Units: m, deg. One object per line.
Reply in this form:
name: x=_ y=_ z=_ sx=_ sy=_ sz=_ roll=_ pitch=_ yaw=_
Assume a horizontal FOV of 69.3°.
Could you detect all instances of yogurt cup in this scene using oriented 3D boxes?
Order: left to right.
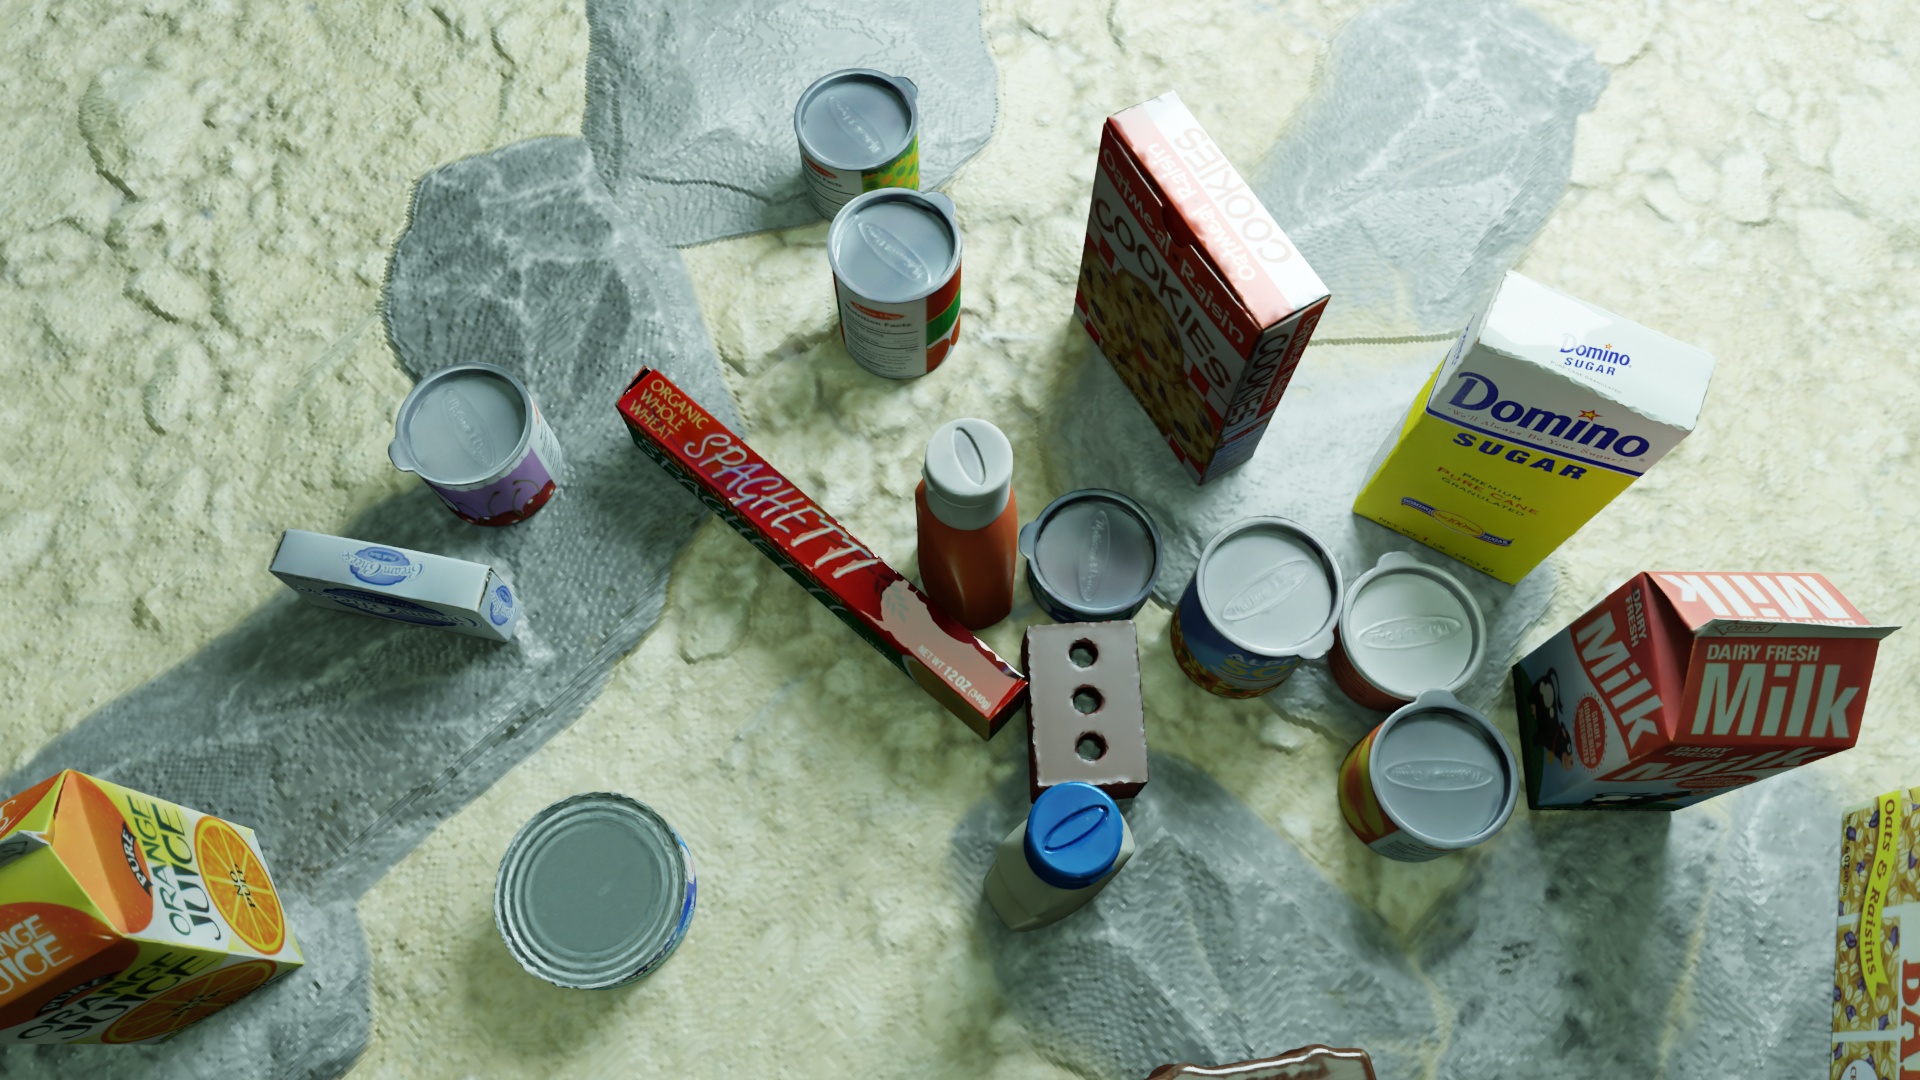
yogurt cup: x=0.209 y=0.050 z=0.665 sx=0.072 sy=0.053 sz=0.072 roll=0 pitch=69 yaw=0

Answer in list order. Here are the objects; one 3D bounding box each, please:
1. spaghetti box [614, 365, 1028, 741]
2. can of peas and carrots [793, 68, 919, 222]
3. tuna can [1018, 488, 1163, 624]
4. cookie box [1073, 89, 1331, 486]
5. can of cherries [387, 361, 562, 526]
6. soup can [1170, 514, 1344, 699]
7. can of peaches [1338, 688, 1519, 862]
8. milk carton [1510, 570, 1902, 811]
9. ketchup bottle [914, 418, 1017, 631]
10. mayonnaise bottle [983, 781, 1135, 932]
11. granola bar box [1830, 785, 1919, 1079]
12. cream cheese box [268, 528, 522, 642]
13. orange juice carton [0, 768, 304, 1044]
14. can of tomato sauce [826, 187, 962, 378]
spaghetti box: x=-0.071 y=0.005 z=0.682 sx=0.250 sy=0.050 sz=0.029 roll=39 pitch=74 yaw=13
can of peas and carrots: x=-0.054 y=-0.215 z=0.763 sx=0.071 sy=0.058 sz=0.071 roll=0 pitch=69 yaw=0
tuna can: x=0.063 y=0.010 z=0.690 sx=0.071 sy=0.032 sz=0.071 roll=0 pitch=69 yaw=0
cookie box: x=0.107 y=-0.114 z=0.667 sx=0.040 sy=0.167 sz=0.123 roll=-29 pitch=72 yaw=-11
can of cherries: x=-0.242 y=-0.046 z=0.696 sx=0.071 sy=0.058 sz=0.072 roll=0 pitch=69 yaw=0
soup can: x=0.138 y=0.036 z=0.654 sx=0.071 sy=0.083 sz=0.071 roll=0 pitch=69 yaw=0
can of peaches: x=0.213 y=0.110 z=0.640 sx=0.071 sy=0.058 sz=0.071 roll=0 pitch=69 yaw=0
milk carton: x=0.305 y=0.063 z=0.588 sx=0.072 sy=0.190 sz=0.073 roll=1 pitch=69 yaw=0
ketchup bottle: x=0.002 y=-0.008 z=0.635 sx=0.043 sy=0.148 sz=0.065 roll=-20 pitch=71 yaw=-8
mayonnaise bottle: x=0.043 y=0.132 z=0.582 sx=0.065 sy=0.147 sz=0.041 roll=-30 pitch=72 yaw=-11
granola bar box: x=0.417 y=0.183 z=0.578 sx=0.039 sy=0.123 sz=0.166 roll=15 pitch=70 yaw=5
cream cheese box: x=-0.271 y=0.022 z=0.672 sx=0.104 sy=0.053 sz=0.024 roll=10 pitch=70 yaw=4
orange juice carton: x=-0.345 y=0.148 z=0.549 sx=0.072 sy=0.192 sz=0.073 roll=-28 pitch=72 yaw=-10
can of tomato sauce: x=-0.031 y=-0.132 z=0.718 sx=0.071 sy=0.082 sz=0.071 roll=0 pitch=69 yaw=0
